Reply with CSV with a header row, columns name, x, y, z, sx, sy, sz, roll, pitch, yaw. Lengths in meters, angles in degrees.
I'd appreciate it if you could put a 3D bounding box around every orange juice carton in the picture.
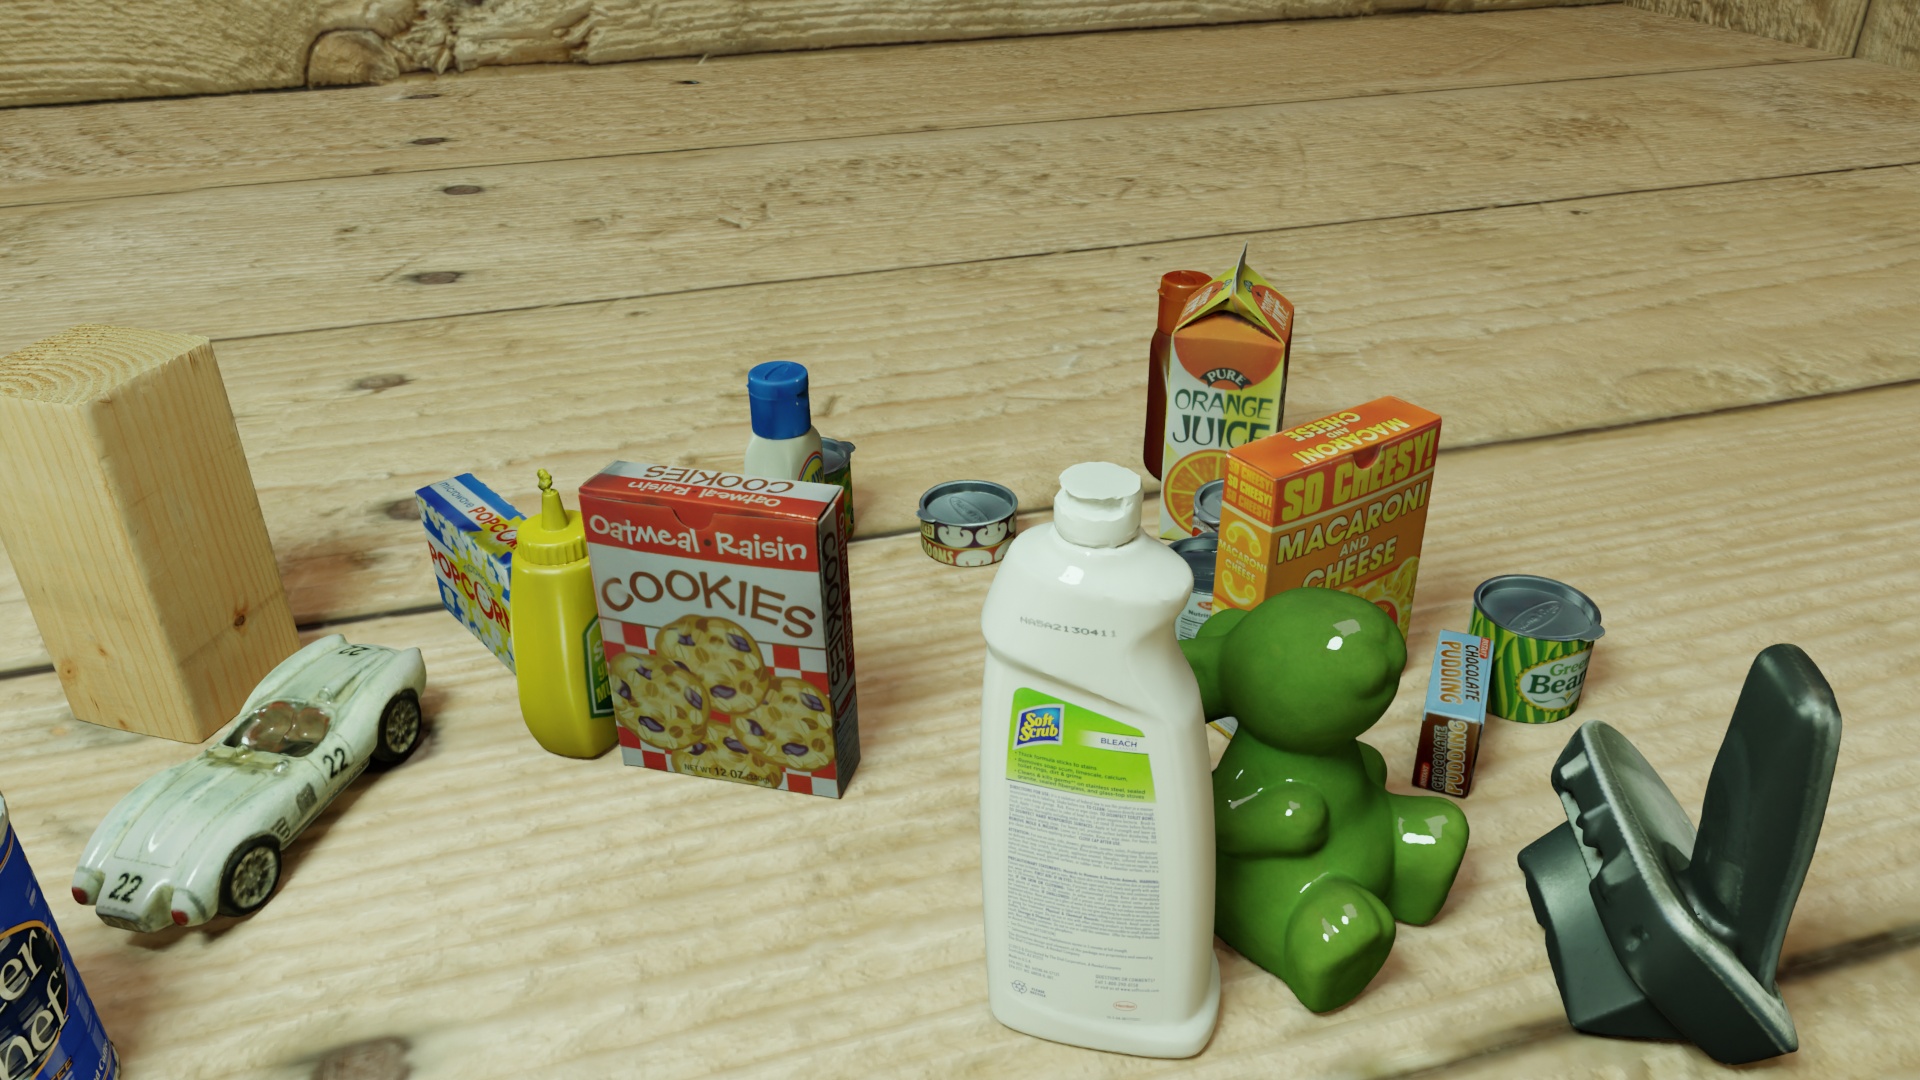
name,x,y,z,sx,sy,sz,roll,pitch,yaw
orange juice carton,0.177,-0.095,0.915,0.073,0.191,0.072,8,31,15

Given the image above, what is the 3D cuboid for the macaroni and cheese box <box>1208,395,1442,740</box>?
name,x,y,z,sx,sy,sz,roll,pitch,yaw
macaroni and cheese box,0.193,0.017,0.745,0.124,0.165,0.040,-19,34,-29

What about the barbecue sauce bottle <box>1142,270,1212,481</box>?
name,x,y,z,sx,sy,sz,roll,pitch,yaw
barbecue sauce bottle,0.158,-0.118,1.001,0.044,0.147,0.065,-4,30,-5

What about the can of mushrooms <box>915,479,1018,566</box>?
name,x,y,z,sx,sy,sz,roll,pitch,yaw
can of mushrooms,0.003,-0.012,0.933,0.071,0.033,0.071,0,30,0

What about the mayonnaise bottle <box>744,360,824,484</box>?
name,x,y,z,sx,sy,sz,roll,pitch,yaw
mayonnaise bottle,-0.108,-0.037,0.864,0.041,0.147,0.065,9,31,17

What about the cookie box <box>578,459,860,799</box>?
name,x,y,z,sx,sy,sz,roll,pitch,yaw
cookie box,-0.118,0.046,0.700,0.123,0.166,0.040,7,30,13

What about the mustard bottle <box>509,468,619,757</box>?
name,x,y,z,sx,sy,sz,roll,pitch,yaw
mustard bottle,-0.205,0.036,0.726,0.049,0.159,0.066,9,31,16

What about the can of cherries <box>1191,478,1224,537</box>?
name,x,y,z,sx,sy,sz,roll,pitch,yaw
can of cherries,0.177,0.000,0.883,0.071,0.058,0.072,-1,30,0

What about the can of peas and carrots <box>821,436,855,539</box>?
name,x,y,z,sx,sy,sz,roll,pitch,yaw
can of peas and carrots,-0.104,-0.032,0.945,0.071,0.058,0.071,-1,30,0

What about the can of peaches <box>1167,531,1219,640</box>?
name,x,y,z,sx,sy,sz,roll,pitch,yaw
can of peaches,0.148,0.037,0.820,0.071,0.057,0.071,-1,30,0

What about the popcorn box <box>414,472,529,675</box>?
name,x,y,z,sx,sy,sz,roll,pitch,yaw
popcorn box,-0.275,0.021,0.829,0.038,0.084,0.127,-24,37,-35

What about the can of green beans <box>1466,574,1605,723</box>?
name,x,y,z,sx,sy,sz,roll,pitch,yaw
can of green beans,0.317,0.060,0.776,0.071,0.057,0.071,-1,30,0

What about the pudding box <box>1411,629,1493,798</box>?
name,x,y,z,sx,sy,sz,roll,pitch,yaw
pudding box,0.261,0.090,0.734,0.030,0.049,0.084,11,32,20
